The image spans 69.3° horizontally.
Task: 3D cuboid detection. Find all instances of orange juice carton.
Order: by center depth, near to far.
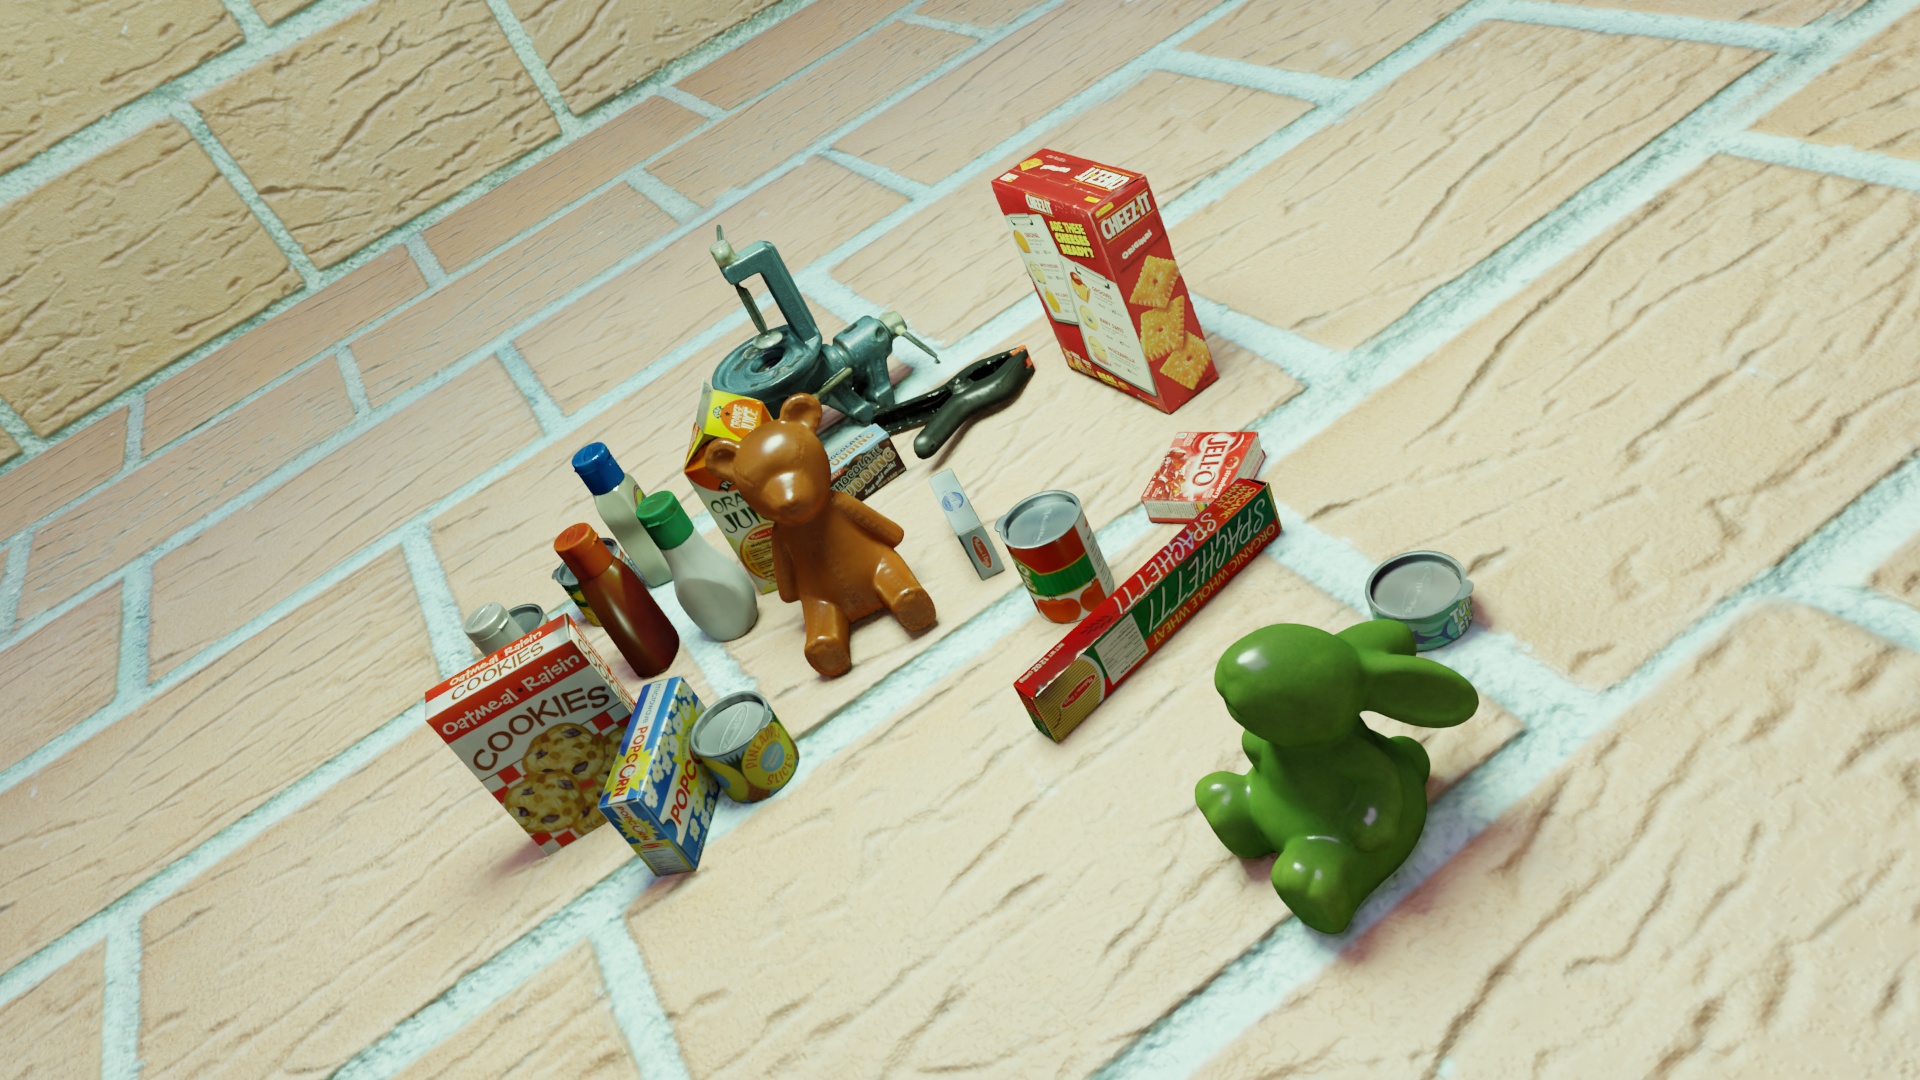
[{"bbox_3d":[-0.186,-0.051,1.236,0.073,0.192,0.072,-19,35,12],"label":"orange juice carton"}]

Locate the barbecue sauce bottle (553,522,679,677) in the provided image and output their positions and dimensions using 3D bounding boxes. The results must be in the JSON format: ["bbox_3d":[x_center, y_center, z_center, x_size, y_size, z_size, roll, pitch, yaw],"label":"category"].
[{"bbox_3d":[-0.302,0.050,1.221,0.043,0.148,0.065,-19,35,12],"label":"barbecue sauce bottle"}]

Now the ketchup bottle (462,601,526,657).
[{"bbox_3d":[-0.362,0.116,1.174,0.043,0.148,0.065,-4,41,30],"label":"ketchup bottle"}]

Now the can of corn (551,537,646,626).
[{"bbox_3d":[-0.348,0.041,1.342,0.071,0.058,0.071,-18,36,13],"label":"can of corn"}]

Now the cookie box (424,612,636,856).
[{"bbox_3d":[-0.314,0.152,1.079,0.123,0.166,0.040,-30,34,-4],"label":"cookie box"}]

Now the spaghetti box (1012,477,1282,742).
[{"bbox_3d":[0.142,0.047,1.018,0.251,0.050,0.029,-40,37,-19],"label":"spaghetti box"}]

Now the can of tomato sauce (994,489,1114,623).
[{"bbox_3d":[0.074,0.014,1.077,0.071,0.082,0.071,-18,35,13],"label":"can of tomato sauce"}]

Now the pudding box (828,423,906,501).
[{"bbox_3d":[-0.099,-0.068,1.326,0.084,0.049,0.030,-36,35,-13],"label":"pudding box"}]

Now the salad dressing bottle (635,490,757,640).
[{"bbox_3d":[-0.230,0.022,1.210,0.064,0.147,0.044,-15,36,18],"label":"salad dressing bottle"}]

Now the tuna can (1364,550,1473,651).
[{"bbox_3d":[0.310,0.040,0.930,0.071,0.032,0.071,-18,36,13],"label":"tuna can"}]

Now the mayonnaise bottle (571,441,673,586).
[{"bbox_3d":[-0.318,-0.027,1.332,0.041,0.147,0.065,-22,35,8],"label":"mayonnaise bottle"}]

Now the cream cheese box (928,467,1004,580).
[{"bbox_3d":[0.004,-0.015,1.186,0.024,0.053,0.104,-27,34,0],"label":"cream cheese box"}]

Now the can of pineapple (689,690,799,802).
[{"bbox_3d":[-0.164,0.159,1.067,0.071,0.057,0.071,-18,36,13],"label":"can of pineapple"}]

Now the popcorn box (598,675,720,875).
[{"bbox_3d":[-0.222,0.178,1.057,0.038,0.085,0.127,-15,36,18],"label":"popcorn box"}]

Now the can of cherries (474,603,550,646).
[{"bbox_3d":[-0.408,0.103,1.301,0.071,0.058,0.072,-18,36,13],"label":"can of cherries"}]
